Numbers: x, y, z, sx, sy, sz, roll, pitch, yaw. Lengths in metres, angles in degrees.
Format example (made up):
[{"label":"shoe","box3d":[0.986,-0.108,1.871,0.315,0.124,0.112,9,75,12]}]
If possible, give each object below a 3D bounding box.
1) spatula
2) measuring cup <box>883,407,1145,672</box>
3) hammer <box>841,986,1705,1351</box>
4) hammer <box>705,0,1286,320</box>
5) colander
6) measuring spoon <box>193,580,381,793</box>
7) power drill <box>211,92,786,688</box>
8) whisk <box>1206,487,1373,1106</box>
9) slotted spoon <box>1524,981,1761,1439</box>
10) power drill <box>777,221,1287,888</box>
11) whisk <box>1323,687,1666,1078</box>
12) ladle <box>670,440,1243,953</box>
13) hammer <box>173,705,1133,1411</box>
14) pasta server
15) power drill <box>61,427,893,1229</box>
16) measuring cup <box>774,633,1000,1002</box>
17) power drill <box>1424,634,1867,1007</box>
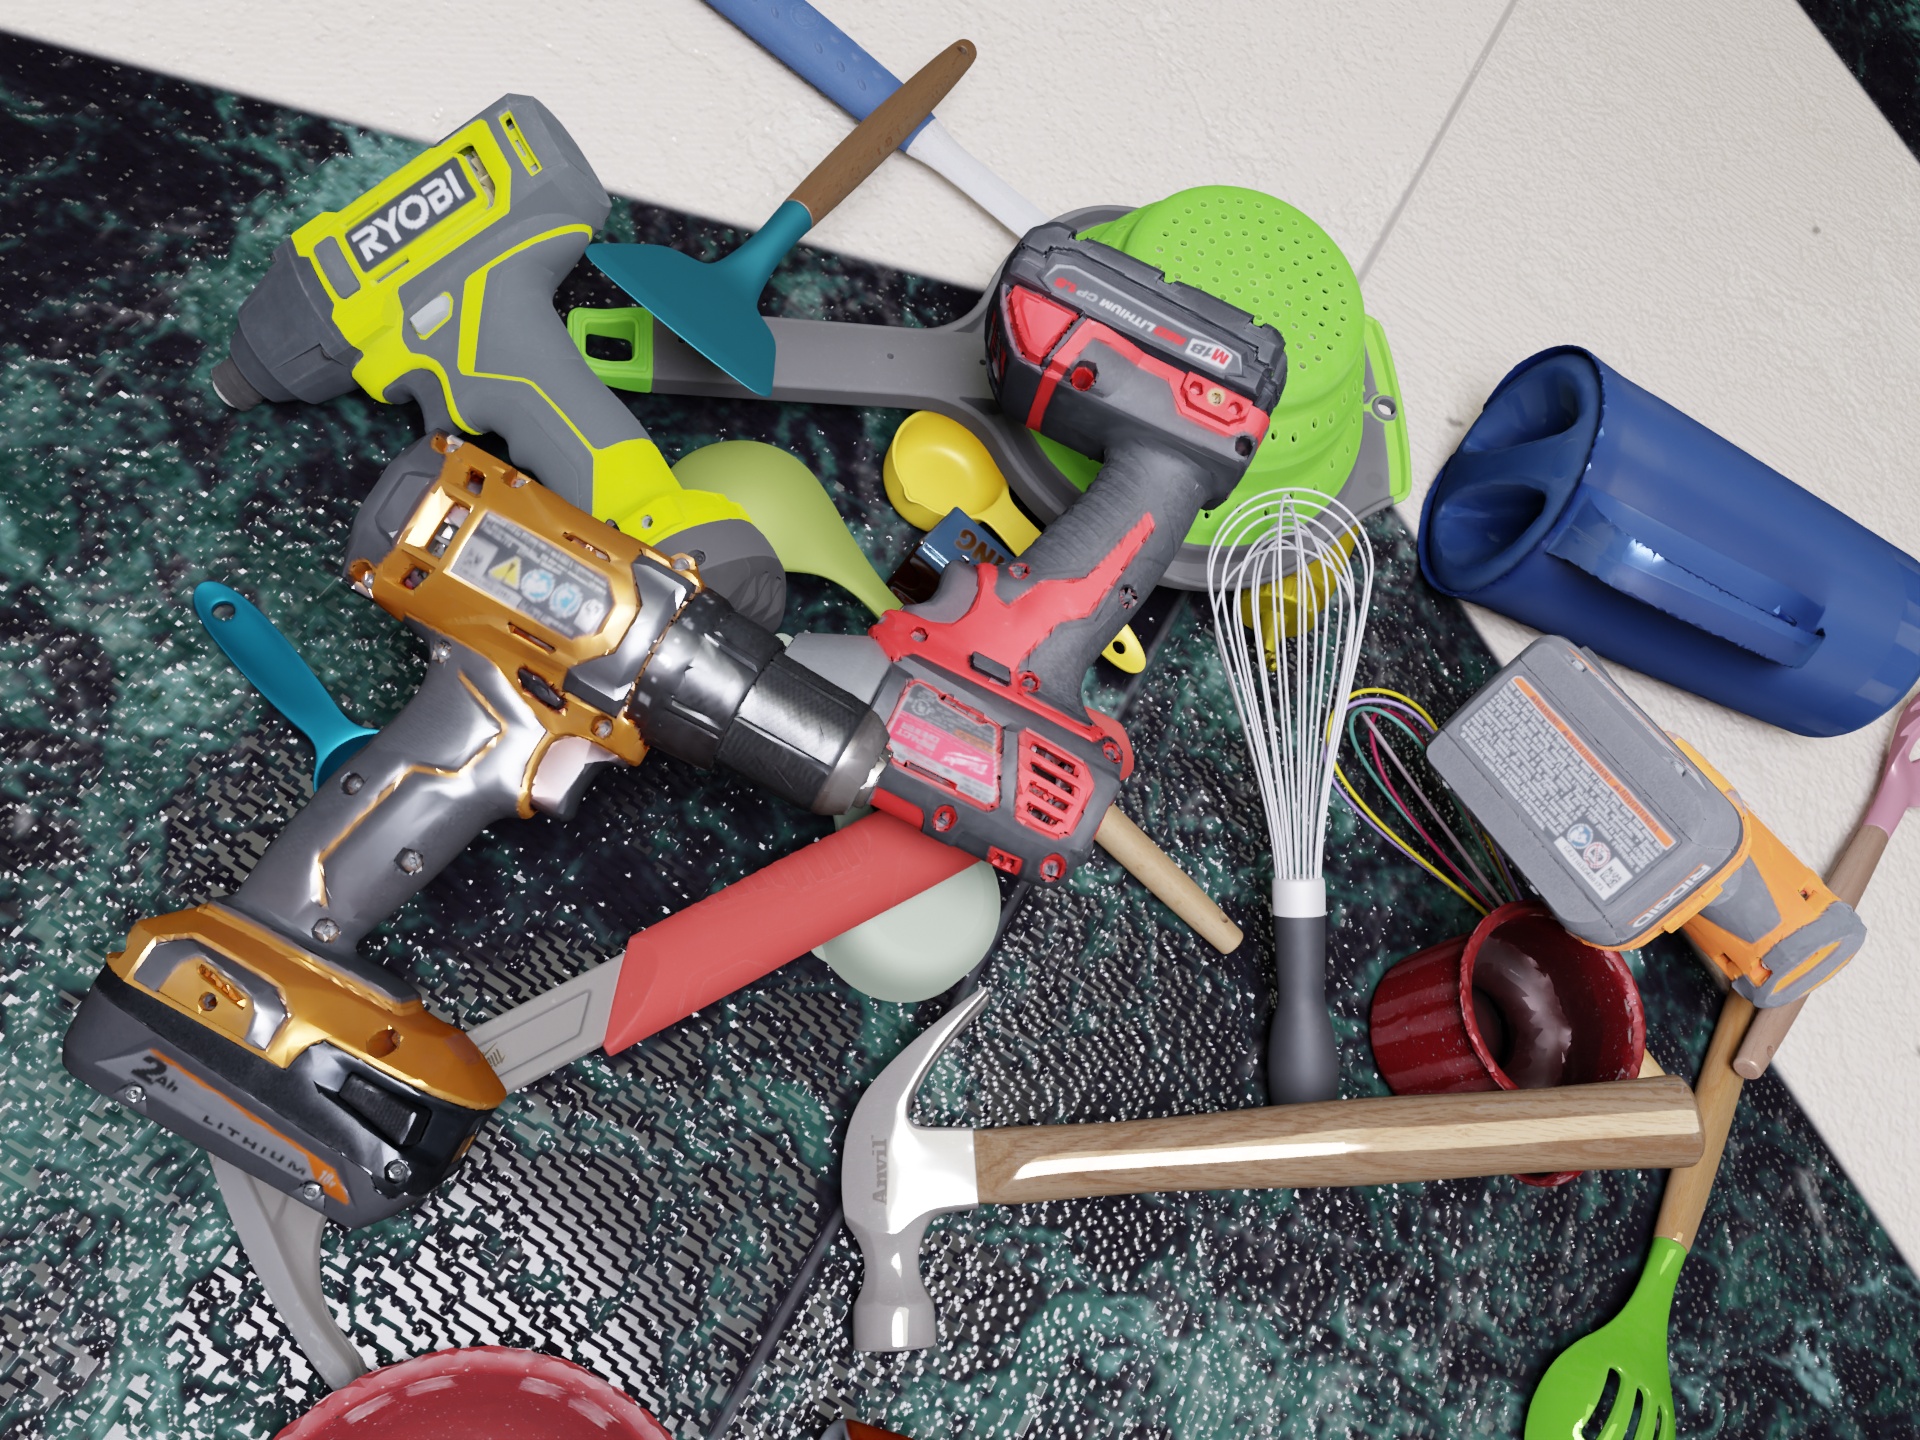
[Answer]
[{"label":"spatula","box3d":[-0.052,-0.234,0.681,0.082,0.044,0.318,38,49,-9]},{"label":"measuring cup","box3d":[0.025,-0.077,0.732,0.156,0.029,0.062,47,61,-1]},{"label":"hammer","box3d":[0.120,0.163,0.615,0.331,0.031,0.130,-4,70,-2]},{"label":"hammer","box3d":[-0.008,-0.288,0.797,0.405,0.035,0.144,38,62,-3]},{"label":"colander","box3d":[0.033,-0.170,0.693,0.397,0.094,0.205,1,69,-14]},{"label":"measuring spoon","box3d":[-0.250,-0.004,0.607,0.042,0.021,0.129,-39,77,-28]},{"label":"power drill","box3d":[-0.181,-0.104,0.613,0.171,0.080,0.223,-31,81,8]},{"label":"whisk","box3d":[0.145,0.043,0.679,0.070,0.070,0.284,-2,91,-22]},{"label":"slotted spoon","box3d":[0.333,0.219,0.734,0.070,0.031,0.314,38,60,-5]},{"label":"power drill","box3d":[0.020,-0.062,0.591,0.143,0.078,0.220,26,78,1]},{"label":"whisk","box3d":[0.259,0.084,0.750,0.047,0.051,0.245,-38,89,-34]},{"label":"ladle","box3d":[-0.001,-0.002,0.688,0.320,0.062,0.078,43,32,-9]},{"label":"hammer","box3d":[-0.087,0.092,0.585,0.359,0.036,0.149,-26,80,-17]},{"label":"pasta server","box3d":[0.474,0.075,0.828,0.316,0.040,0.060,-41,102,-32]},{"label":"power drill","box3d":[-0.145,0.043,0.510,0.185,0.084,0.226,29,81,-1]},{"label":"measuring cup","box3d":[-0.039,0.034,0.655,0.083,0.038,0.168,-20,80,-26]},{"label":"power drill","box3d":[0.301,0.040,0.712,0.226,0.084,0.164,20,30,-45]}]
